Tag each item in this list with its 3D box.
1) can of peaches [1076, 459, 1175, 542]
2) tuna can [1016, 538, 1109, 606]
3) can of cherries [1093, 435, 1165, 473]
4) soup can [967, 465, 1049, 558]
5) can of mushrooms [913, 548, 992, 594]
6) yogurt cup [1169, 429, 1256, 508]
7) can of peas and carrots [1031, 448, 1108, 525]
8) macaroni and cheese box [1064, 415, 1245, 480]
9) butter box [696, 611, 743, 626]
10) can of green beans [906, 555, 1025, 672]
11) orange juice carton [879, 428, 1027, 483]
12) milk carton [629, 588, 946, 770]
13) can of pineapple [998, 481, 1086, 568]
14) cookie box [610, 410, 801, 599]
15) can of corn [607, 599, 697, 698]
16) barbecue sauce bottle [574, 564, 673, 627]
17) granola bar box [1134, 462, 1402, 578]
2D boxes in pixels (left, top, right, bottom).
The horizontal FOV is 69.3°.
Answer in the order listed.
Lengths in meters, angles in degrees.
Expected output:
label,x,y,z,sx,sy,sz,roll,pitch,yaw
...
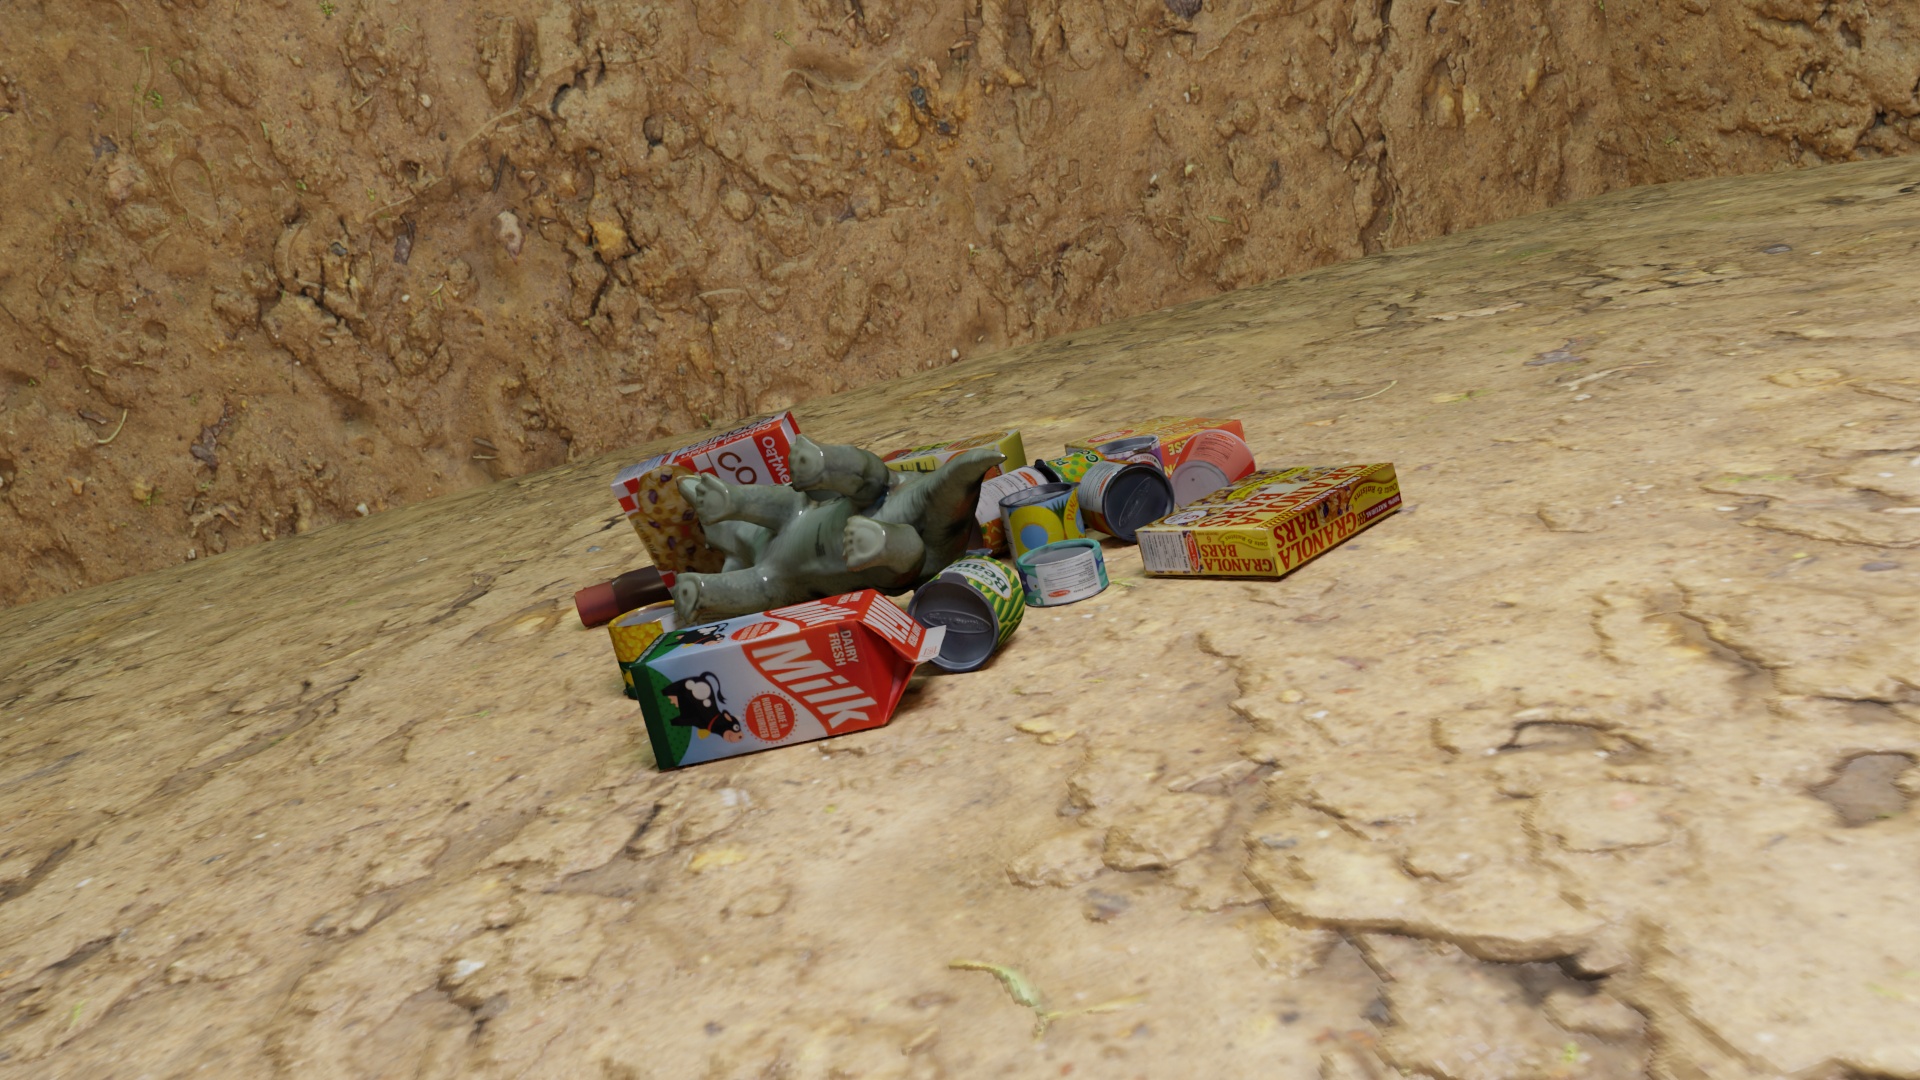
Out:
label,x,y,z,sx,sy,sz,roll,pitch,yaw
can of peaches,0.140,-0.033,1.166,0.071,0.071,0.058,-17,12,-16
tuna can,0.077,0.023,1.053,0.071,0.032,0.071,-13,13,3
can of cherries,0.157,-0.061,1.283,0.071,0.058,0.071,-13,12,3
soup can,0.034,-0.020,1.228,0.084,0.071,0.071,-22,14,-31
can of mushrooms,-0.004,0.032,1.103,0.071,0.033,0.071,-14,11,3
yogurt cup,0.212,-0.054,1.182,0.072,0.072,0.054,-7,22,31
can of peas and carrots,0.101,-0.047,1.253,0.059,0.070,0.071,-20,13,-29
macaroni and cheese box,0.198,-0.093,1.424,0.124,0.040,0.166,-17,12,-17
butter box,-0.213,0.060,1.232,0.103,0.024,0.053,-6,15,35
can of green beans,0.005,0.049,0.941,0.071,0.071,0.058,-9,13,24
orange juice carton,-0.028,-0.061,1.458,0.192,0.071,0.073,-9,13,23
milk carton,-0.104,0.084,0.888,0.190,0.073,0.072,-12,12,6
can of pineapple,0.071,-0.013,1.160,0.071,0.057,0.071,-13,12,3
cookie box,-0.202,-0.030,1.223,0.167,0.122,0.040,-18,24,13
can of corn,-0.235,0.083,1.072,0.071,0.058,0.071,-13,12,3
barbecue sauce bottle,-0.297,0.045,1.349,0.149,0.043,0.065,-16,14,-8
granola bar box,0.232,-0.016,1.040,0.166,0.039,0.124,-24,15,-38
